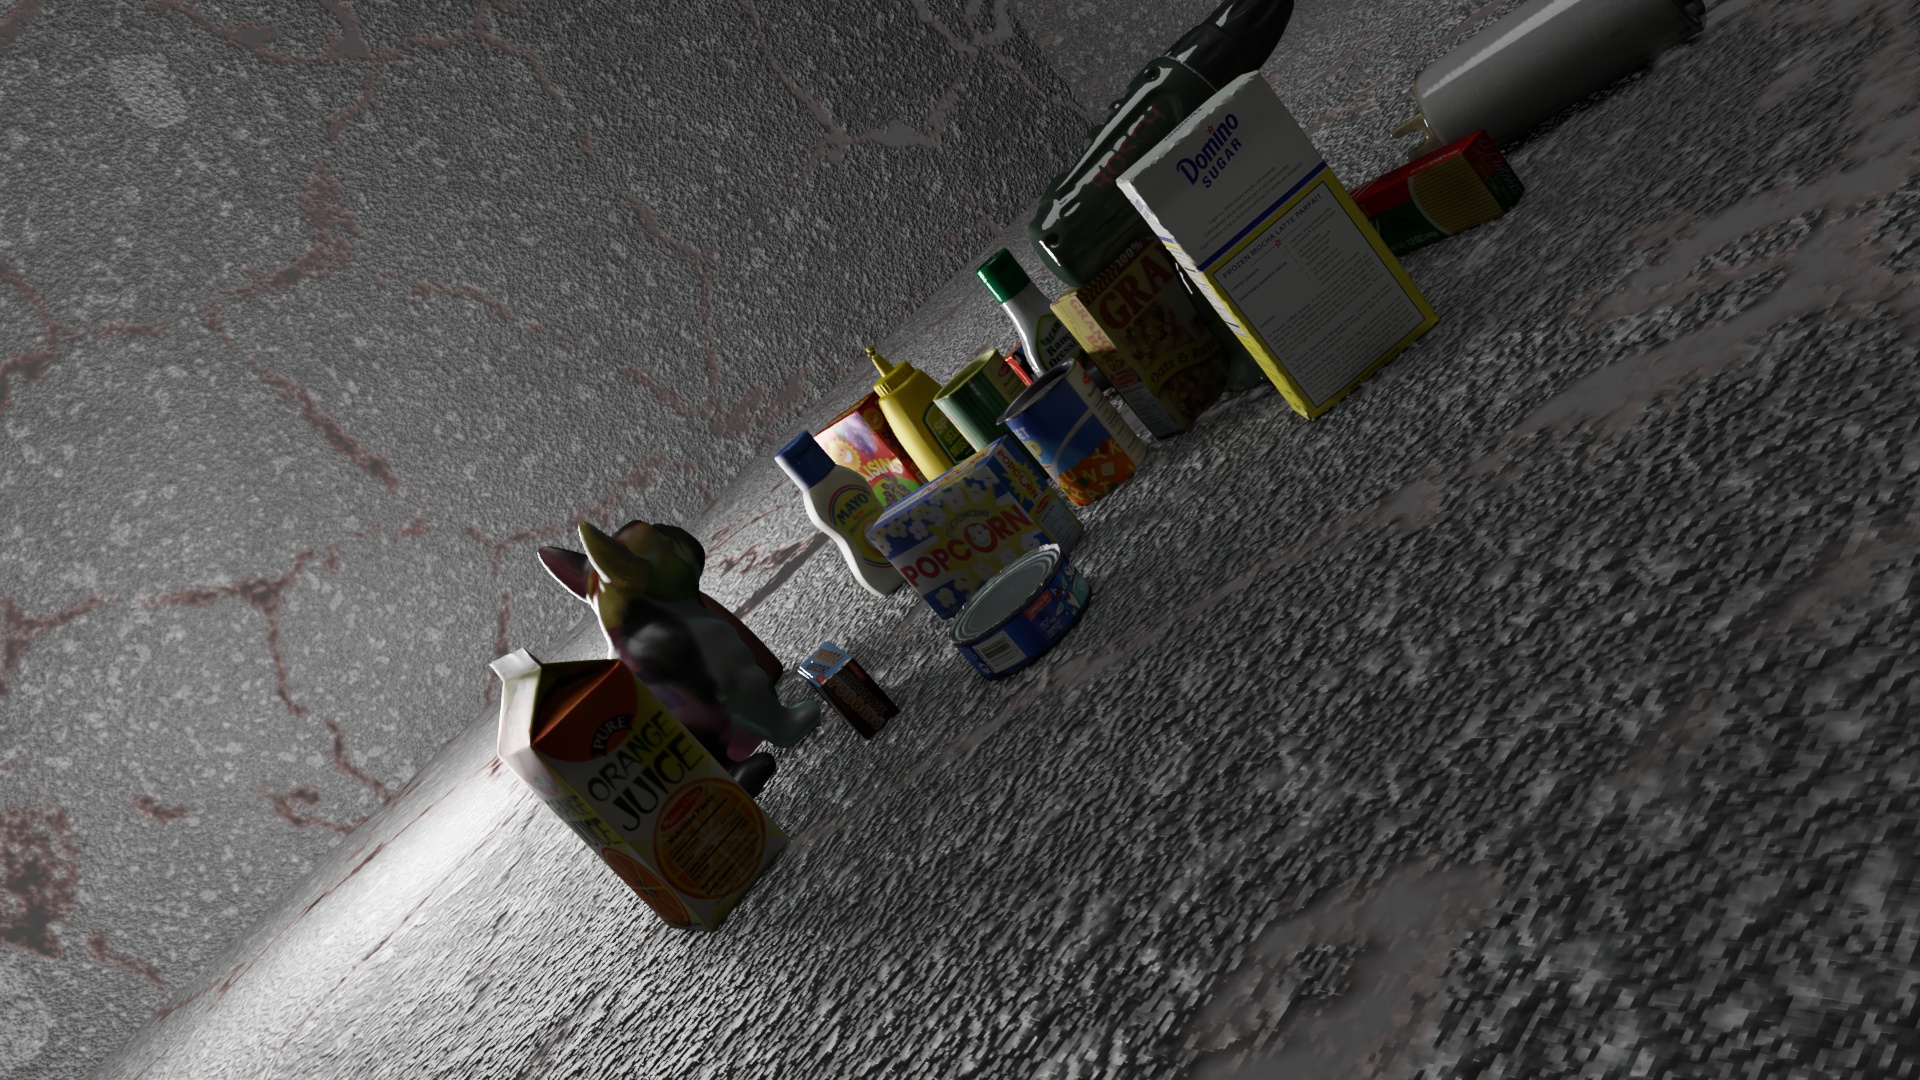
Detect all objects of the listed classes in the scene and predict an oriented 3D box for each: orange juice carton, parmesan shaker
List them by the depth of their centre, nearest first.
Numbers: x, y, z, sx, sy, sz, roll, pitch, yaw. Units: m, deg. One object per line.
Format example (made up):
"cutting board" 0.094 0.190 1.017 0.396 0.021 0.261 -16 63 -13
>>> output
"orange juice carton" -0.198 0.136 0.813 0.073 0.192 0.071 -48 14 -31
"parmesan shaker" 0.035 -0.094 1.124 0.071 0.103 0.071 -38 13 10

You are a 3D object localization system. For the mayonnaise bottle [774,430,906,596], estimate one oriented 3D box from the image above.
"mayonnaise bottle" -0.093 -0.025 1.157 0.065 0.148 0.041 -44 13 -15

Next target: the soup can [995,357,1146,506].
"soup can" 0.078 -0.074 0.975 0.071 0.083 0.071 -38 13 10

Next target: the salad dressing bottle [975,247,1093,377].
"salad dressing bottle" 0.073 -0.198 1.264 0.064 0.147 0.044 -42 12 -5

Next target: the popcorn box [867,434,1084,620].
"popcorn box" 0.008 -0.006 0.942 0.126 0.085 0.038 -30 17 41

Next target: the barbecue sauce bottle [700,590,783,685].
"barbecue sauce bottle" -0.221 0.076 1.181 0.064 0.148 0.044 -35 13 23

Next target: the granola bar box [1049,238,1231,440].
"granola bar box" 0.158 -0.171 0.980 0.166 0.124 0.039 -46 14 -24

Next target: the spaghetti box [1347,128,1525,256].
"spaghetti box" 0.276 -0.215 0.961 0.029 0.050 0.249 -45 14 -21

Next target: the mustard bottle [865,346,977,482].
"mustard bottle" -0.033 -0.112 1.250 0.065 0.160 0.048 -49 15 -33

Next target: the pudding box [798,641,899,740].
"pudding box" -0.075 0.098 0.914 0.030 0.049 0.083 -43 13 -10

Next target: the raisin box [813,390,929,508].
"raisin box" -0.069 -0.073 1.307 0.086 0.123 0.040 -25 20 51

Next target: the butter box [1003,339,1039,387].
"butter box" 0.087 -0.193 1.422 0.024 0.053 0.104 -25 20 51
